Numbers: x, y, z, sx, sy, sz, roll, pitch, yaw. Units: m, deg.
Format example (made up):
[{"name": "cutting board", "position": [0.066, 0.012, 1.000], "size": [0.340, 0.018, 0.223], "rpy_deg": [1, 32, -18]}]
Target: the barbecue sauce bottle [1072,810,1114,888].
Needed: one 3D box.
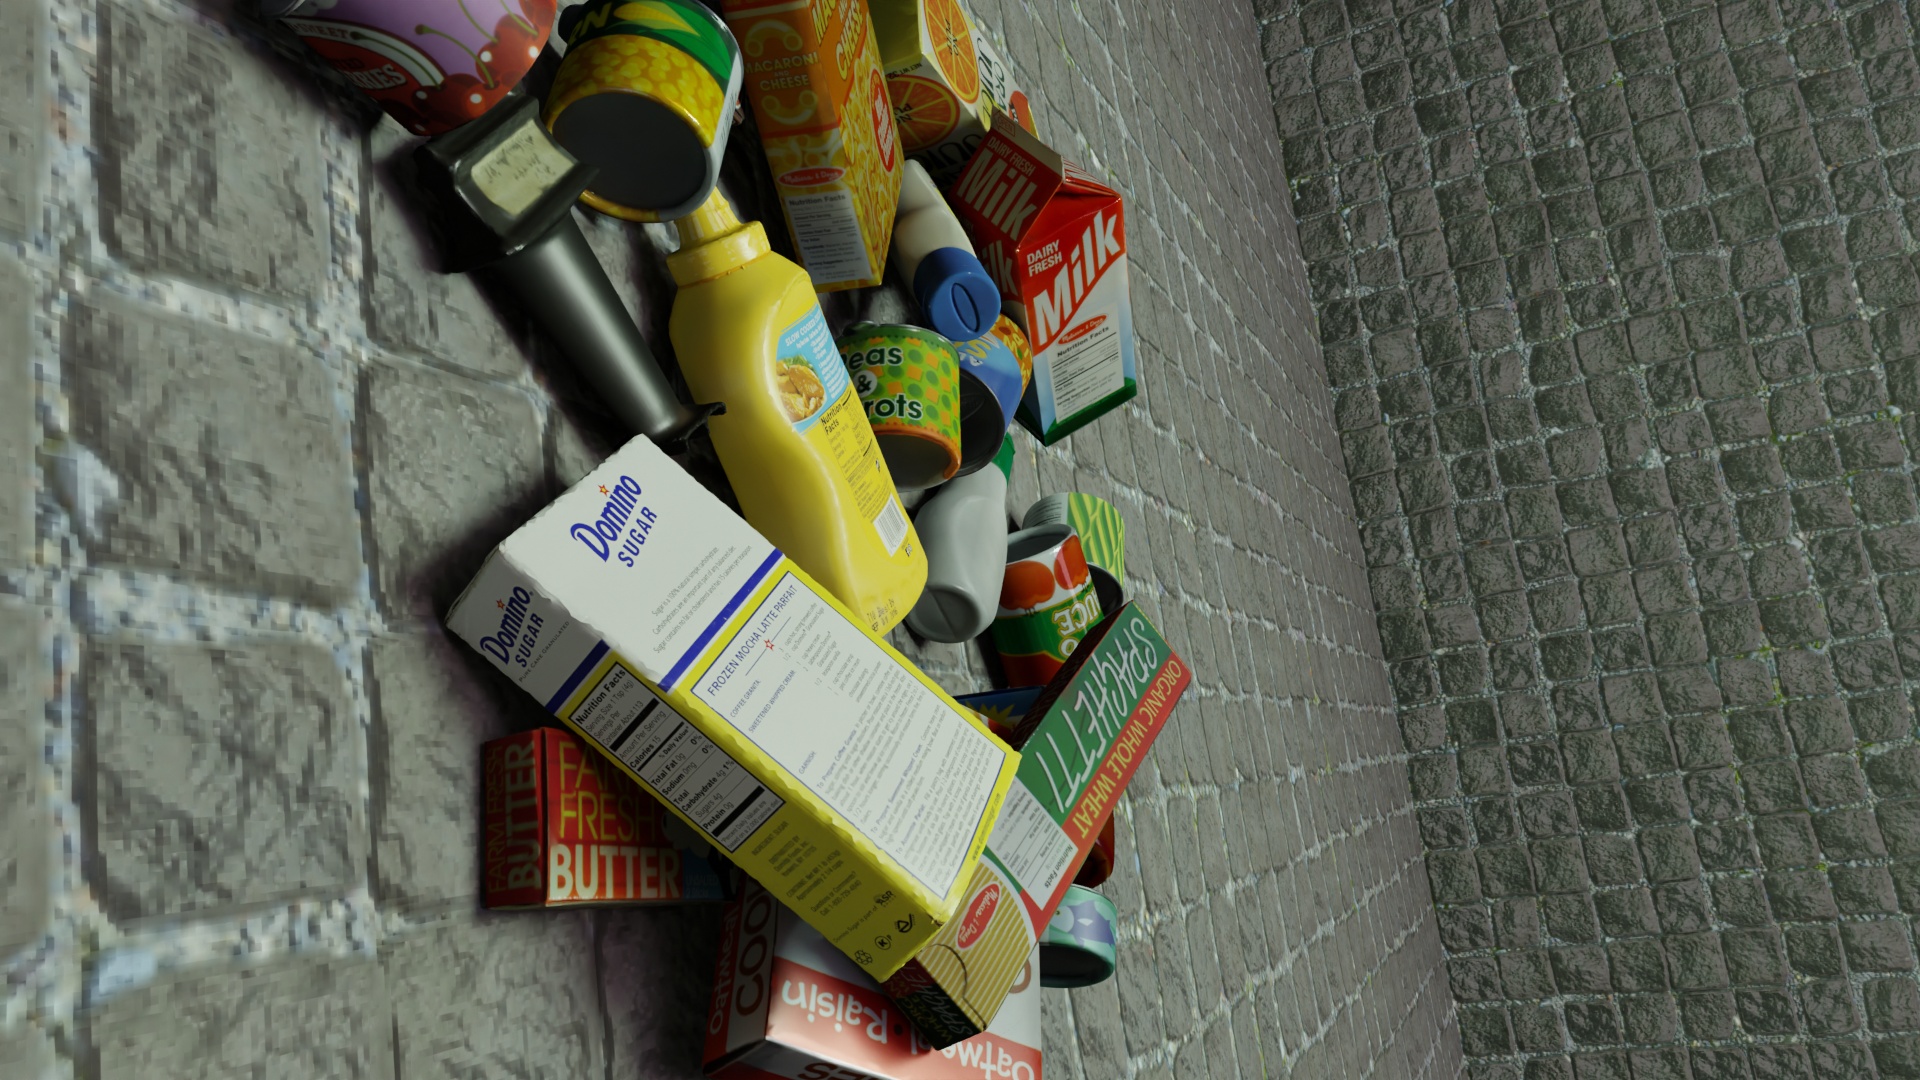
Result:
[{"name": "barbecue sauce bottle", "position": [0.052, 0.131, 0.774], "size": [0.149, 0.065, 0.043], "rpy_deg": [-82, 153, -58]}]

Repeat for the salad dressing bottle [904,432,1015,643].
[{"name": "salad dressing bottle", "position": [0.003, -0.009, 0.753], "size": [0.148, 0.044, 0.064], "rpy_deg": [-76, 145, -50]}]

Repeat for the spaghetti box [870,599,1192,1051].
[{"name": "spaghetti box", "position": [0.037, 0.102, 0.568], "size": [0.050, 0.028, 0.251], "rpy_deg": [51, 35, -3]}]

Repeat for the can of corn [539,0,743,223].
[{"name": "can of corn", "position": [-0.121, -0.163, 0.518], "size": [0.071, 0.071, 0.058], "rpy_deg": [51, 34, -47]}]

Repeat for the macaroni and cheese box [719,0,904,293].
[{"name": "macaroni and cheese box", "position": [-0.067, -0.219, 0.649], "size": [0.124, 0.040, 0.165], "rpy_deg": [-85, 165, -47]}]

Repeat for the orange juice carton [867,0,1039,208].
[{"name": "orange juice carton", "position": [-0.011, -0.247, 0.810], "size": [0.192, 0.071, 0.073], "rpy_deg": [33, 49, -59]}]

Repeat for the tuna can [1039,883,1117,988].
[{"name": "tuna can", "position": [0.049, 0.204, 0.712], "size": [0.071, 0.071, 0.033], "rpy_deg": [53, 34, -45]}]

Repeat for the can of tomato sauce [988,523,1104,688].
[{"name": "can of tomato sauce", "position": [0.049, 0.040, 0.798], "size": [0.071, 0.071, 0.083], "rpy_deg": [-49, 123, -63]}]

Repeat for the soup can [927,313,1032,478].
[{"name": "soup can", "position": [-0.001, -0.085, 0.753], "size": [0.084, 0.071, 0.071], "rpy_deg": [-67, 138, -56]}]

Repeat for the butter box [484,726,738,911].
[{"name": "butter box", "position": [-0.110, 0.093, 0.453], "size": [0.103, 0.024, 0.053], "rpy_deg": [27, 54, -62]}]

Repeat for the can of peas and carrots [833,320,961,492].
[{"name": "can of peas and carrots", "position": [-0.033, -0.063, 0.665], "size": [0.071, 0.071, 0.059], "rpy_deg": [40, 43, -56]}]

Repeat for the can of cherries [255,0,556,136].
[{"name": "can of cherries", "position": [-0.165, -0.162, 0.411], "size": [0.058, 0.071, 0.072], "rpy_deg": [45, 38, -52]}]

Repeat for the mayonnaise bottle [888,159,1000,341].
[{"name": "mayonnaise bottle", "position": [-0.014, -0.148, 0.722], "size": [0.149, 0.041, 0.064], "rpy_deg": [-113, 178, -56]}]

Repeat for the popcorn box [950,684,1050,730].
[{"name": "popcorn box", "position": [0.025, 0.095, 0.693], "size": [0.127, 0.085, 0.038], "rpy_deg": [12, 68, -66]}]

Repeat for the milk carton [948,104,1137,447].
[{"name": "milk carton", "position": [0.048, -0.155, 0.803], "size": [0.072, 0.073, 0.189], "rpy_deg": [47, -20, 38]}]

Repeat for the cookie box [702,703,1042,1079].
[{"name": "cookie box", "position": [-0.027, 0.132, 0.532], "size": [0.123, 0.040, 0.168], "rpy_deg": [30, 41, -28]}]

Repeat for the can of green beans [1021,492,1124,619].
[{"name": "can of green beans", "position": [0.069, 0.012, 0.868], "size": [0.071, 0.071, 0.058], "rpy_deg": [56, 30, -41]}]

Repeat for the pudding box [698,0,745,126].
[{"name": "pudding box", "position": [-0.118, -0.224, 0.601], "size": [0.049, 0.030, 0.084], "rpy_deg": [40, 43, -58]}]
